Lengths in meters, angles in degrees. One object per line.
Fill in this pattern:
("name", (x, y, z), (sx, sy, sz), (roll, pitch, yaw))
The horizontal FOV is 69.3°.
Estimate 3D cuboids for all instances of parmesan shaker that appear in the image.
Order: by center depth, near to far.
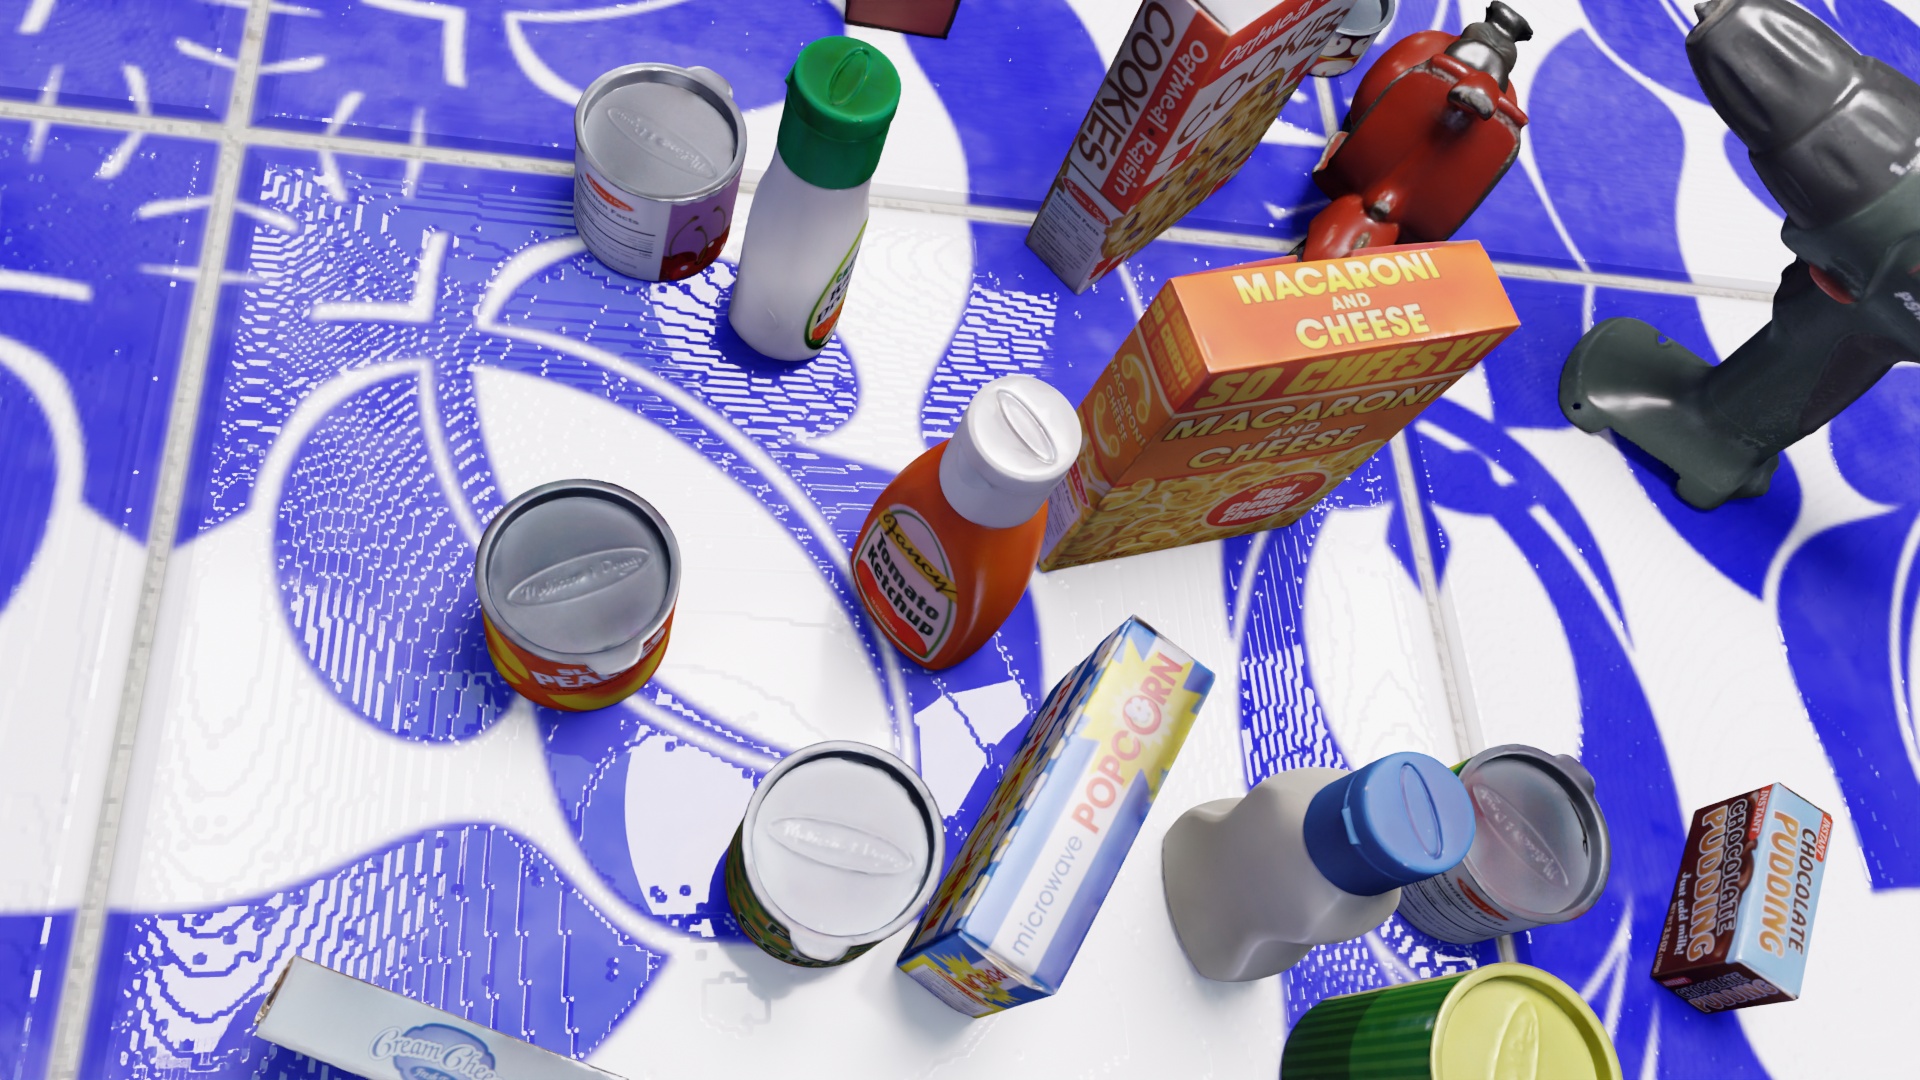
("parmesan shaker", (0.162, 0.184, 0.466), (0.071, 0.102, 0.071), (6, 65, -13))

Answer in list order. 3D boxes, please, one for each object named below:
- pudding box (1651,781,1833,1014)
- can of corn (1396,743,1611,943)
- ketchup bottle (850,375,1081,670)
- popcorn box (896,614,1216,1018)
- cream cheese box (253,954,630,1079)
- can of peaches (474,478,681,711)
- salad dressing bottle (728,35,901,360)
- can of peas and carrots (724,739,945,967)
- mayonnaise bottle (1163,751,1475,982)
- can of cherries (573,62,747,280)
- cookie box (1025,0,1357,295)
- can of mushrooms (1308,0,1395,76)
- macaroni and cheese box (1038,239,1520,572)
("pudding box", (0.315, 0.144, 0.558), (0.030, 0.049, 0.084), (33, 62, 0))
("can of corn", (0.204, 0.116, 0.534), (0.071, 0.058, 0.071), (6, 65, -13))
("ketchup bottle", (0.002, -0.006, 0.481), (0.044, 0.148, 0.065), (-32, 78, -26))
("popcorn box", (0.032, 0.097, 0.478), (0.038, 0.085, 0.127), (33, 62, 0))
("cream cheese box", (-0.153, 0.156, 0.416), (0.104, 0.053, 0.024), (22, 62, -5))
("can of peaches", (-0.131, 0.022, 0.481), (0.071, 0.057, 0.071), (6, 65, -13))
("salad dressing bottle", (-0.055, -0.123, 0.518), (0.044, 0.147, 0.064), (25, 62, -4))
("can of peas and carrots", (-0.044, 0.109, 0.466), (0.071, 0.058, 0.071), (6, 65, -13))
("mayonnaise bottle", (0.114, 0.107, 0.462), (0.041, 0.147, 0.065), (-4, 68, -18))
("can of cherries", (-0.120, -0.149, 0.562), (0.071, 0.058, 0.072), (6, 65, -13))
("cookie box", (0.103, -0.191, 0.584), (0.123, 0.166, 0.040), (-40, 82, -27))
("can of mushrooms", (0.186, -0.278, 0.723), (0.071, 0.033, 0.071), (6, 65, -13))
("macaroni and cheese box", (0.104, -0.046, 0.518), (0.124, 0.165, 0.040), (-10, 70, -20))
